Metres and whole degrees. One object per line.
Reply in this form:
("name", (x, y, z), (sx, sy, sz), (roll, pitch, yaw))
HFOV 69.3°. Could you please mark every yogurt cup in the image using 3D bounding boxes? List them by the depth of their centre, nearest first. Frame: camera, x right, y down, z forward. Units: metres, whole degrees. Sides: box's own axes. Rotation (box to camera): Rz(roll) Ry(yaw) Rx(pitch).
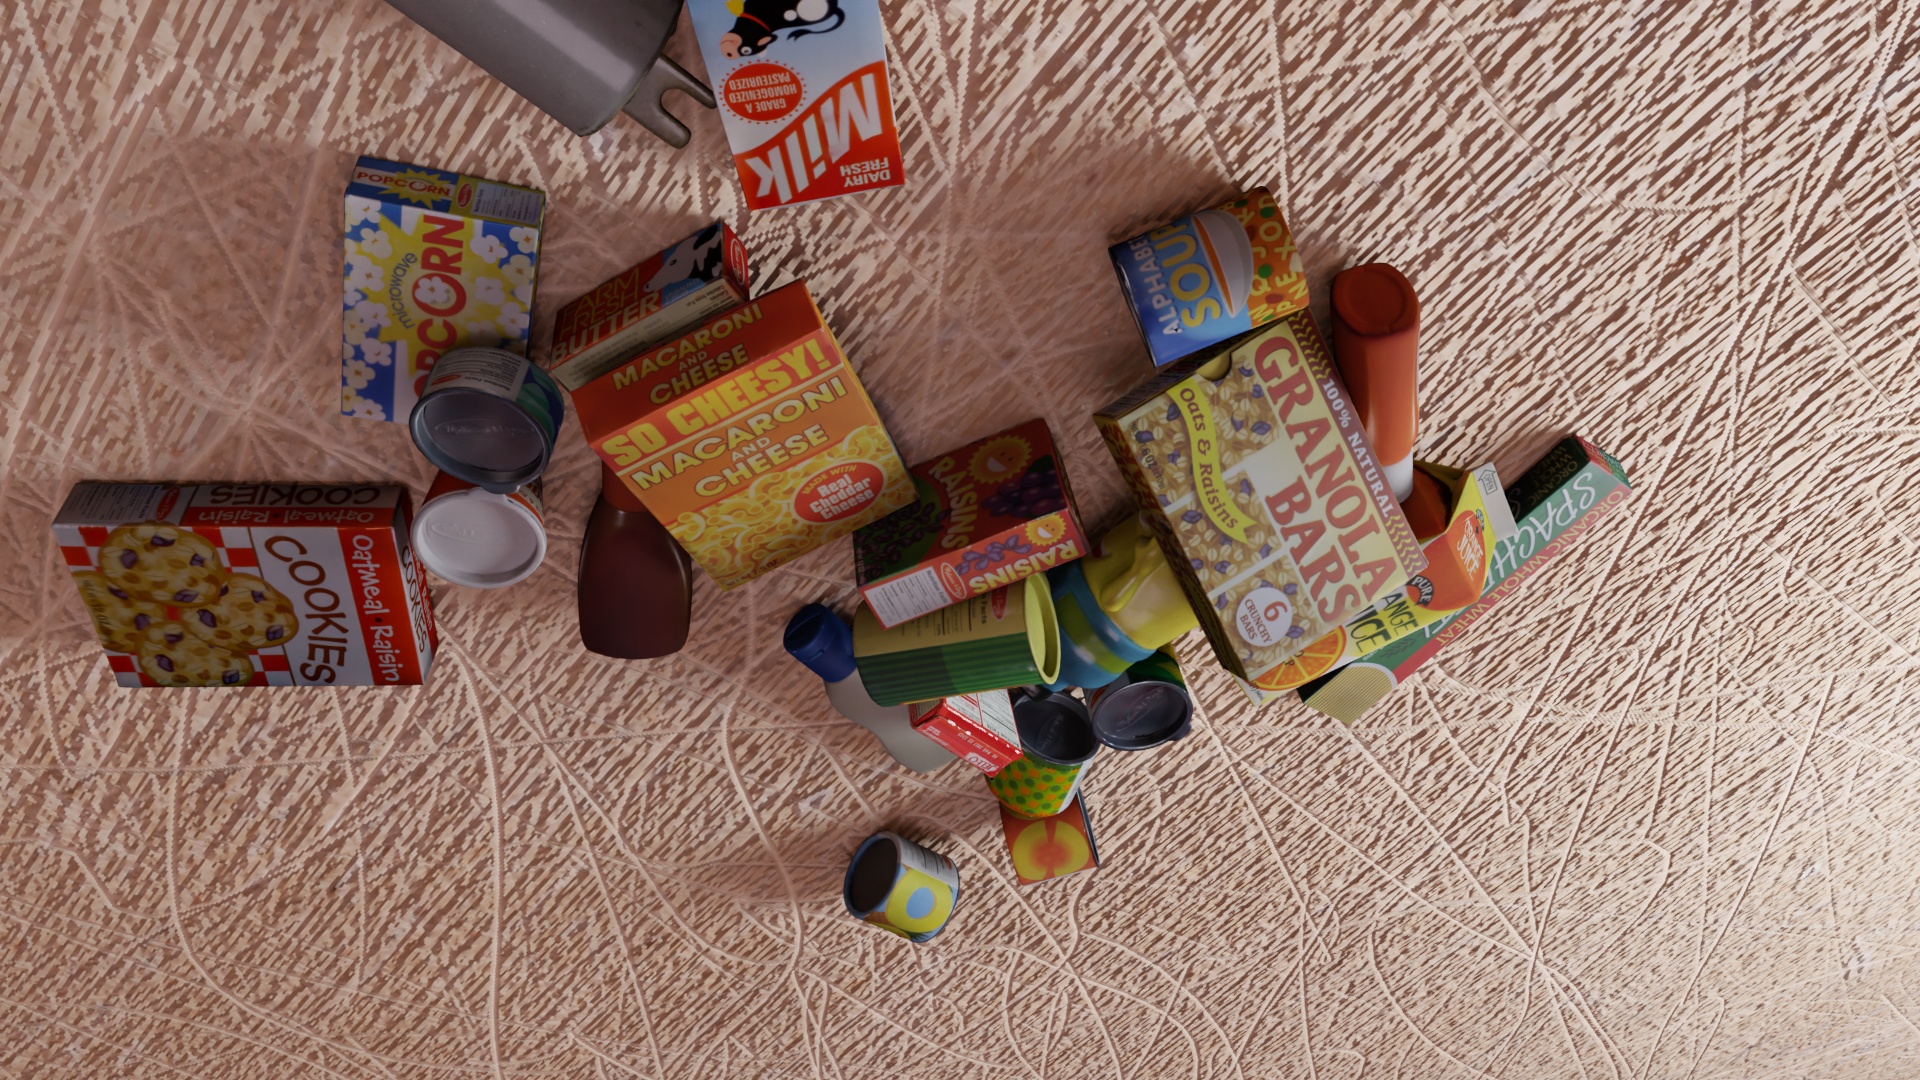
("yogurt cup", (-0.256, -0.016, 0.747), (0.072, 0.054, 0.072), (-5, 131, -5))

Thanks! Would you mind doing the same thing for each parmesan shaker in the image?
("parmesan shaker", (-0.001, 0.055, 0.794), (0.103, 0.072, 0.071), (-11, 133, 18))

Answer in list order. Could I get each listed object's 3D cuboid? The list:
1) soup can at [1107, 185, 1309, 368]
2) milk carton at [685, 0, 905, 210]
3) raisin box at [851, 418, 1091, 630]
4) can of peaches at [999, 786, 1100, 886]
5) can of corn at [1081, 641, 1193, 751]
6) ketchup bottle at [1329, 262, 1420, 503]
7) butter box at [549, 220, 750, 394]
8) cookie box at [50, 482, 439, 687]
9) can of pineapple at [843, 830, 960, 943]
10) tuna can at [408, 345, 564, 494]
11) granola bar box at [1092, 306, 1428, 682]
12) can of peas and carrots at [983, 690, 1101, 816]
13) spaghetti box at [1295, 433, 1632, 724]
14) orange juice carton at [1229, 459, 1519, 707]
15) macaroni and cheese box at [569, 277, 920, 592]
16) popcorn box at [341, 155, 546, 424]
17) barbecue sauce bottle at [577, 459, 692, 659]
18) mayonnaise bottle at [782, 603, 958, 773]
("soup can", (0.125, -0.134, 0.701), (0.084, 0.072, 0.071), (-22, 131, 8))
("milk carton", (-0.068, -0.205, 0.581), (0.072, 0.074, 0.189), (-10, 154, -2))
("raisin box", (0.003, -0.010, 0.776), (0.123, 0.086, 0.040), (-21, 129, 9))
("can of peaches", (0.063, 0.206, 0.990), (0.058, 0.071, 0.071), (-16, 131, 5))
("can of corn", (0.114, 0.095, 0.905), (0.071, 0.058, 0.070), (-5, 131, -6))
("ketchup bottle", (0.232, -0.079, 0.774), (0.043, 0.065, 0.148), (-12, 137, 8))
("butter box", (-0.153, -0.113, 0.681), (0.103, 0.053, 0.024), (-25, 132, 13))
("cookie box", (-0.387, 0.026, 0.770), (0.168, 0.040, 0.122), (0, 131, -9))
("can of pineapple", (-0.044, 0.253, 1.009), (0.058, 0.071, 0.070), (32, 119, -30))
("tuna can", (-0.226, -0.058, 0.669), (0.071, 0.033, 0.070), (2, 138, 2))
("granola bar box", (0.164, -0.026, 0.751), (0.124, 0.039, 0.165), (-31, 104, -10))
("can of peas and carrots", (0.052, 0.141, 0.931), (0.071, 0.071, 0.058), (8, 129, -16))
("spaghetti box", (0.321, 0.031, 0.906), (0.050, 0.029, 0.249), (25, 123, -29))
("orange juice carton", (0.244, 0.018, 0.851), (0.192, 0.073, 0.071), (-28, 129, 14))
("macaroni and cheese box", (-0.104, -0.048, 0.712), (0.124, 0.040, 0.166), (-26, 149, 1))
("popcorn box", (-0.251, -0.113, 0.673), (0.085, 0.038, 0.126), (8, 129, -16))
("barbecue sauce bottle", (-0.183, 0.001, 0.782), (0.065, 0.044, 0.147), (1, 130, -12))
("mayonnaise bottle", (-0.051, 0.093, 0.888), (0.064, 0.041, 0.147), (-34, 127, 18))
